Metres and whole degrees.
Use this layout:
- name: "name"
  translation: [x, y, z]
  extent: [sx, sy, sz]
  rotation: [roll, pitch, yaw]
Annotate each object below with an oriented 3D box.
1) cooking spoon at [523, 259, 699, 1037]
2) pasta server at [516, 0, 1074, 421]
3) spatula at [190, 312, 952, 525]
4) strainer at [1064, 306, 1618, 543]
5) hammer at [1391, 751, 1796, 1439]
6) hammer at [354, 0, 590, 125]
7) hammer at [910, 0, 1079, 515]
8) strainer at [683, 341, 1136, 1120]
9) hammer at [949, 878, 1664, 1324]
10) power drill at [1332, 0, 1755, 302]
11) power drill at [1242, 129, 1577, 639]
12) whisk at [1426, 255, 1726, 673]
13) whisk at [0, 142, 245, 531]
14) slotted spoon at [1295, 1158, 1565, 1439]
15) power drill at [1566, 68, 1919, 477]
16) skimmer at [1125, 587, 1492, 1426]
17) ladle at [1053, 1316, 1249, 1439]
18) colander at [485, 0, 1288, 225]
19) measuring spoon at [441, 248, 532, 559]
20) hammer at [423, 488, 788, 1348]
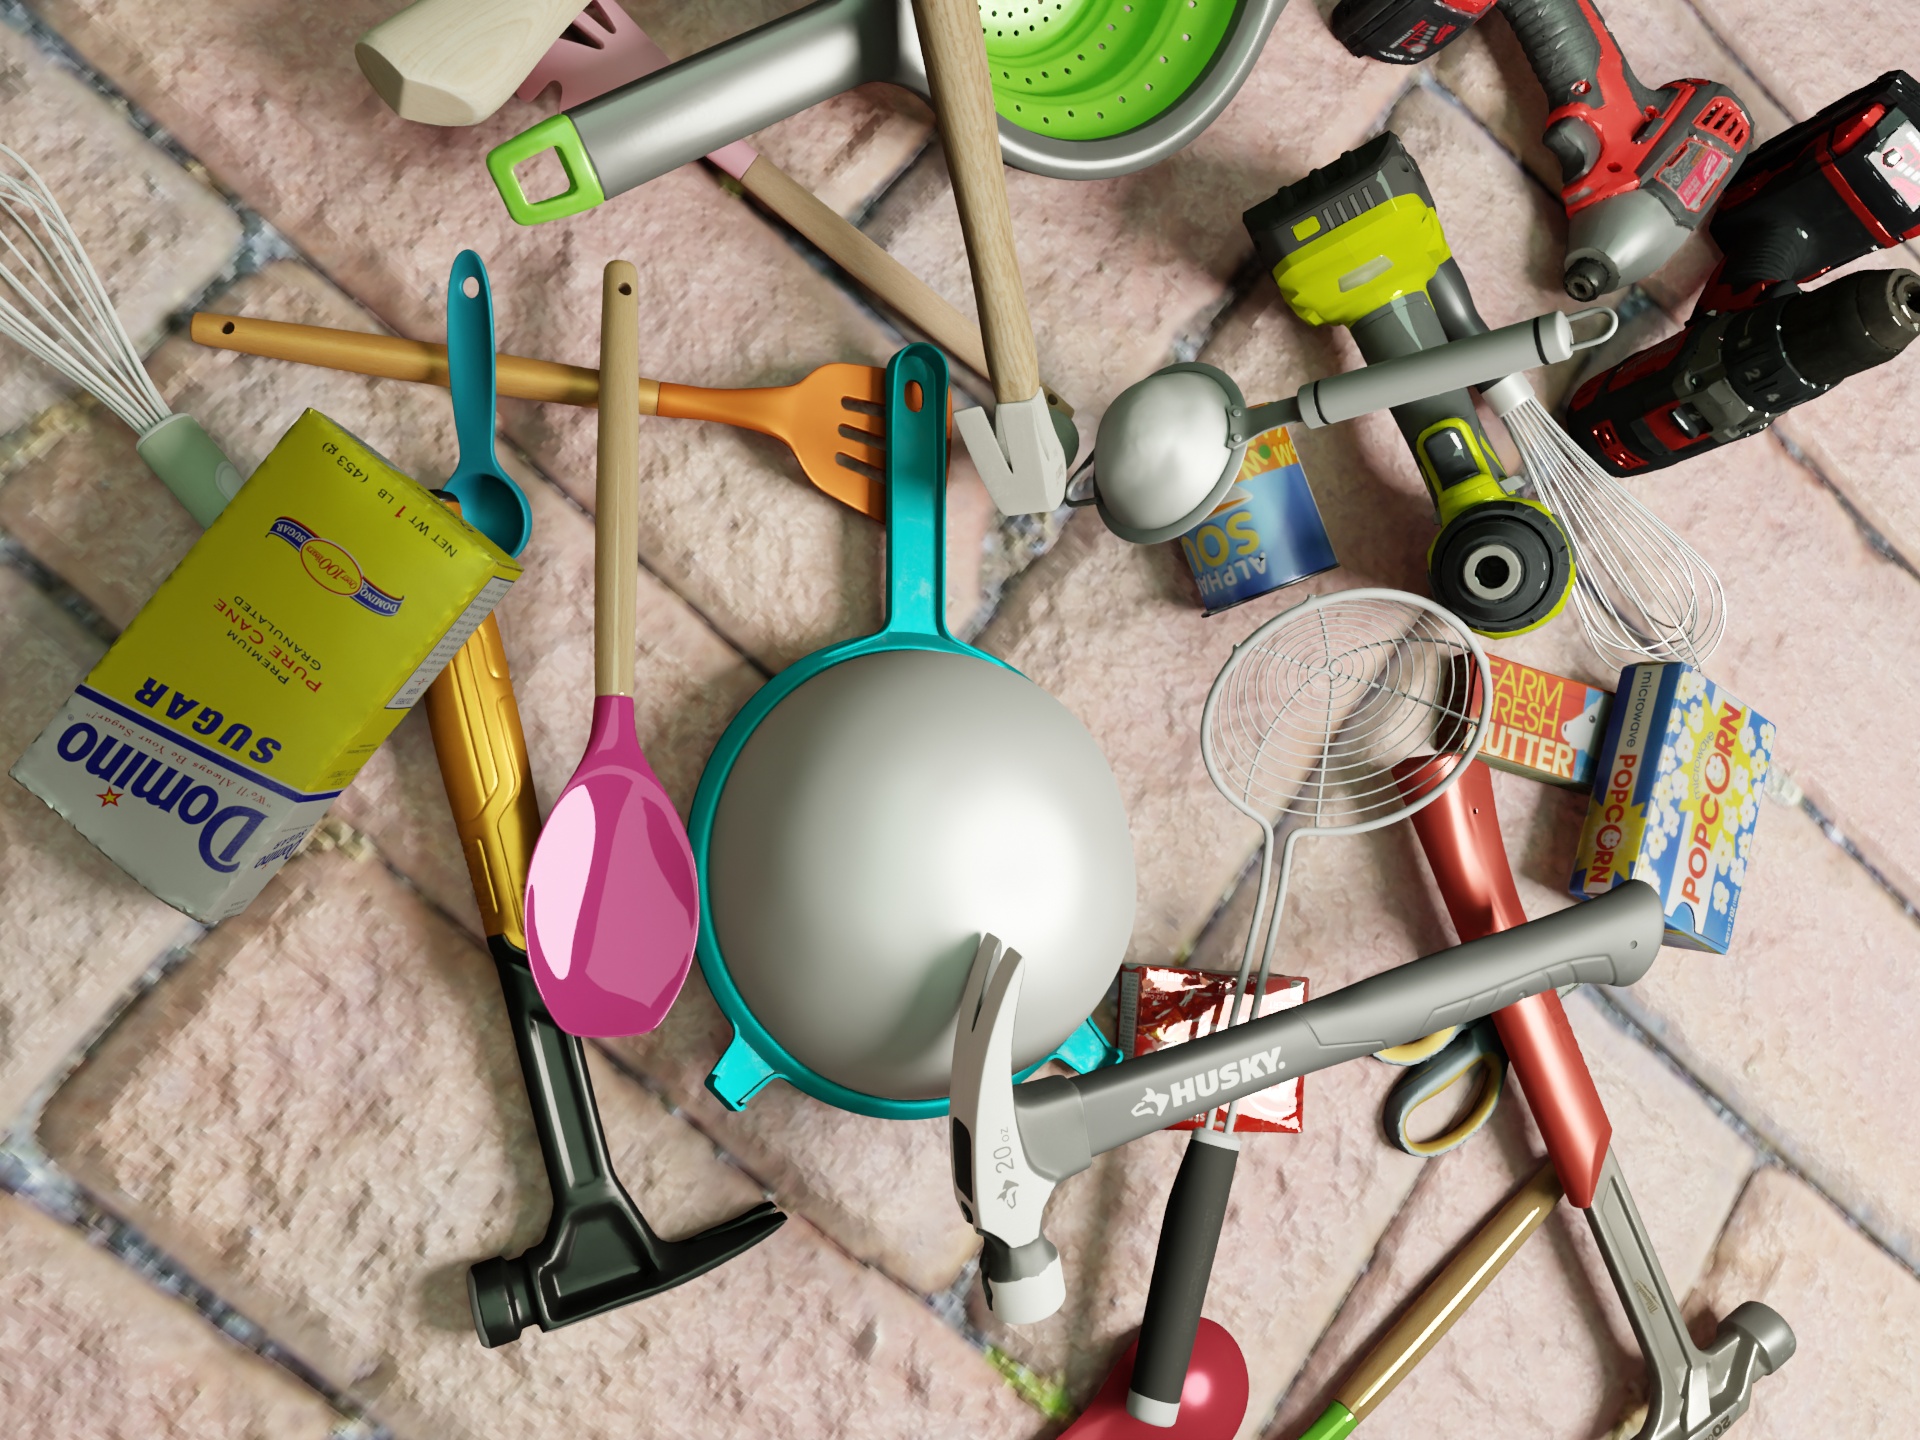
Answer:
- name: "cooking spoon"
  translation: [-0.139, -0.034, 0.643]
  extent: [0.068, 0.017, 0.319]
  rotation: [3, 80, -23]
- name: "pasta server"
  translation: [-0.075, -0.231, 0.722]
  extent: [0.316, 0.040, 0.060]
  rotation: [35, 75, -15]
- name: "spatula"
  translation: [-0.156, -0.140, 0.687]
  extent: [0.322, 0.041, 0.081]
  rotation: [7, 83, -13]
- name: "strainer"
  translation: [0.141, -0.133, 0.669]
  extent: [0.050, 0.258, 0.087]
  rotation: [24, 62, -50]
- name: "hammer"
  translation: [0.283, 0.186, 0.765]
  extent: [0.149, 0.037, 0.359]
  rotation: [-25, 93, -23]
- name: "hammer"
  translation: [-0.105, -0.394, 0.698]
  extent: [0.146, 0.038, 0.411]
  rotation: [45, 65, -7]
- name: "hammer"
  translation: [0.002, -0.243, 0.639]
  extent: [0.031, 0.130, 0.331]
  rotation: [-7, 112, 13]
- name: "strainer"
  translation: [-0.001, -0.002, 0.666]
  extent: [0.211, 0.095, 0.340]
  rotation: [3, 83, -27]
- name: "hammer"
  translation: [0.151, 0.121, 0.651]
  extent: [0.334, 0.035, 0.146]
  rotation: [-14, 104, -19]
- name: "power drill"
  translation: [0.309, -0.330, 0.833]
  extent: [0.219, 0.078, 0.143]
  rotation: [43, 74, -12]
- name: "power drill"
  translation: [0.215, -0.144, 0.731]
  extent: [0.080, 0.190, 0.228]
  rotation: [-25, 87, 22]
- name: "whisk"
  translation: [0.300, -0.142, 0.819]
  extent: [0.070, 0.070, 0.284]
  rotation: [-35, 91, -18]
- name: "whisk"
  translation: [-0.316, -0.119, 0.621]
  extent: [0.059, 0.058, 0.246]
  rotation: [-35, 101, 17]
- name: "slotted spoon"
  translation: [0.199, 0.308, 0.748]
  extent: [0.314, 0.031, 0.070]
  rotation: [-39, 97, -20]
- name: "power drill"
  translation: [0.428, -0.226, 0.802]
  extent: [0.080, 0.188, 0.227]
  rotation: [45, 69, -10]
- name: "skimmer"
  translation: [0.135, 0.123, 0.680]
  extent: [0.127, 0.090, 0.363]
  rotation: [17, 81, -14]
- name: "ladle"
  translation: [-0.009, 0.338, 0.678]
  extent: [0.315, 0.031, 0.069]
  rotation: [-17, 88, -17]
- name: "colander"
  translation: [-0.028, -0.316, 0.699]
  extent: [0.397, 0.095, 0.204]
  rotation: [-29, 123, -13]
- name: "measuring spoon"
  translation: [-0.195, -0.127, 0.656]
  extent: [0.042, 0.021, 0.128]
  rotation: [3, 100, 15]
- name: "hammer"
  translation: [-0.171, 0.071, 0.644]
  extent: [0.127, 0.034, 0.337]
  rotation: [-15, 91, -18]
